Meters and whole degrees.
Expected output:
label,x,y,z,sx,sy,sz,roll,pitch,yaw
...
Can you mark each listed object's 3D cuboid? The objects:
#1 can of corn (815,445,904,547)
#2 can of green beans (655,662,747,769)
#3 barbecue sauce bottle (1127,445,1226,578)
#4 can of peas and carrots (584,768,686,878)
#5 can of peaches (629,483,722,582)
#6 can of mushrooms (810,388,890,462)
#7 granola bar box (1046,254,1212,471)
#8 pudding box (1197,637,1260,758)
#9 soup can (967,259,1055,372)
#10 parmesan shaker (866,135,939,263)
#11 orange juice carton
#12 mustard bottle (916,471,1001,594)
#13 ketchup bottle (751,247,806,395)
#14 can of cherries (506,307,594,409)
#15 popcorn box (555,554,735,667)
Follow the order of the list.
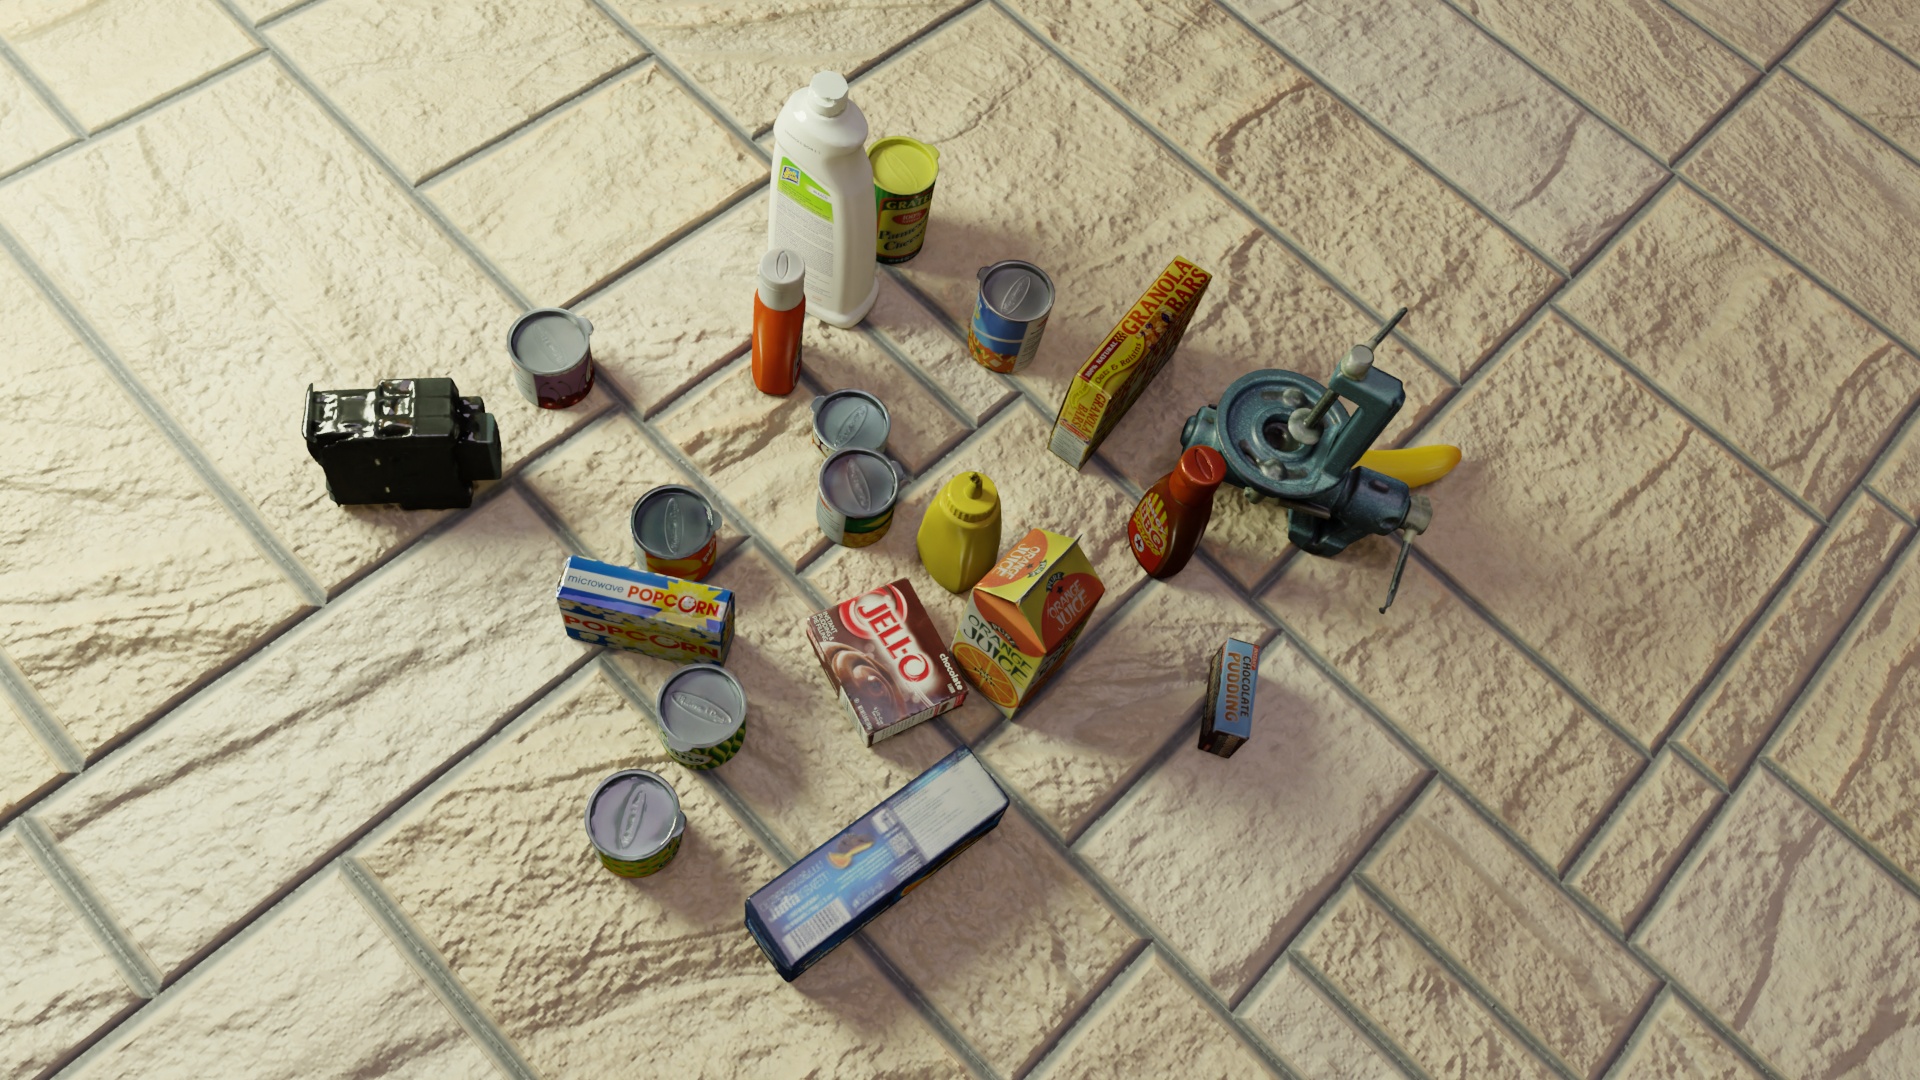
label,x,y,z,sx,sy,sz,roll,pitch,yaw
can of corn,-0.083,-0.036,1.146,0.071,0.058,0.071,4,63,-7
can of green beans,-0.194,0.133,1.043,0.071,0.057,0.071,4,63,-7
barbecue sauce bottle,0.178,-0.026,1.134,0.044,0.147,0.065,-14,67,-16
can of peas and carrots,-0.232,0.205,1.000,0.071,0.058,0.071,4,63,-7
can of peaches,-0.225,-0.003,1.106,0.071,0.057,0.071,4,63,-7
can of mushrooms,-0.096,-0.095,1.188,0.071,0.033,0.071,4,63,-7
granola bar box,0.145,-0.154,1.206,0.039,0.123,0.166,36,64,9
pudding box,0.217,0.127,1.118,0.030,0.049,0.084,15,62,-1
soup can,0.041,-0.199,1.235,0.071,0.083,0.071,4,63,-7
parmesan shaker,-0.057,-0.309,1.263,0.071,0.102,0.071,4,63,-7
orange juice carton,0.050,0.058,1.045,0.073,0.191,0.072,41,65,12
mustard bottle,0.004,-0.014,1.092,0.049,0.159,0.065,-36,74,-23
ketchup bottle,-0.152,-0.185,1.159,0.043,0.148,0.065,4,63,-7
can of cherries,-0.339,-0.152,1.163,0.071,0.058,0.072,4,63,-7
popcorn box,-0.238,0.057,1.059,0.127,0.085,0.038,13,62,-3
